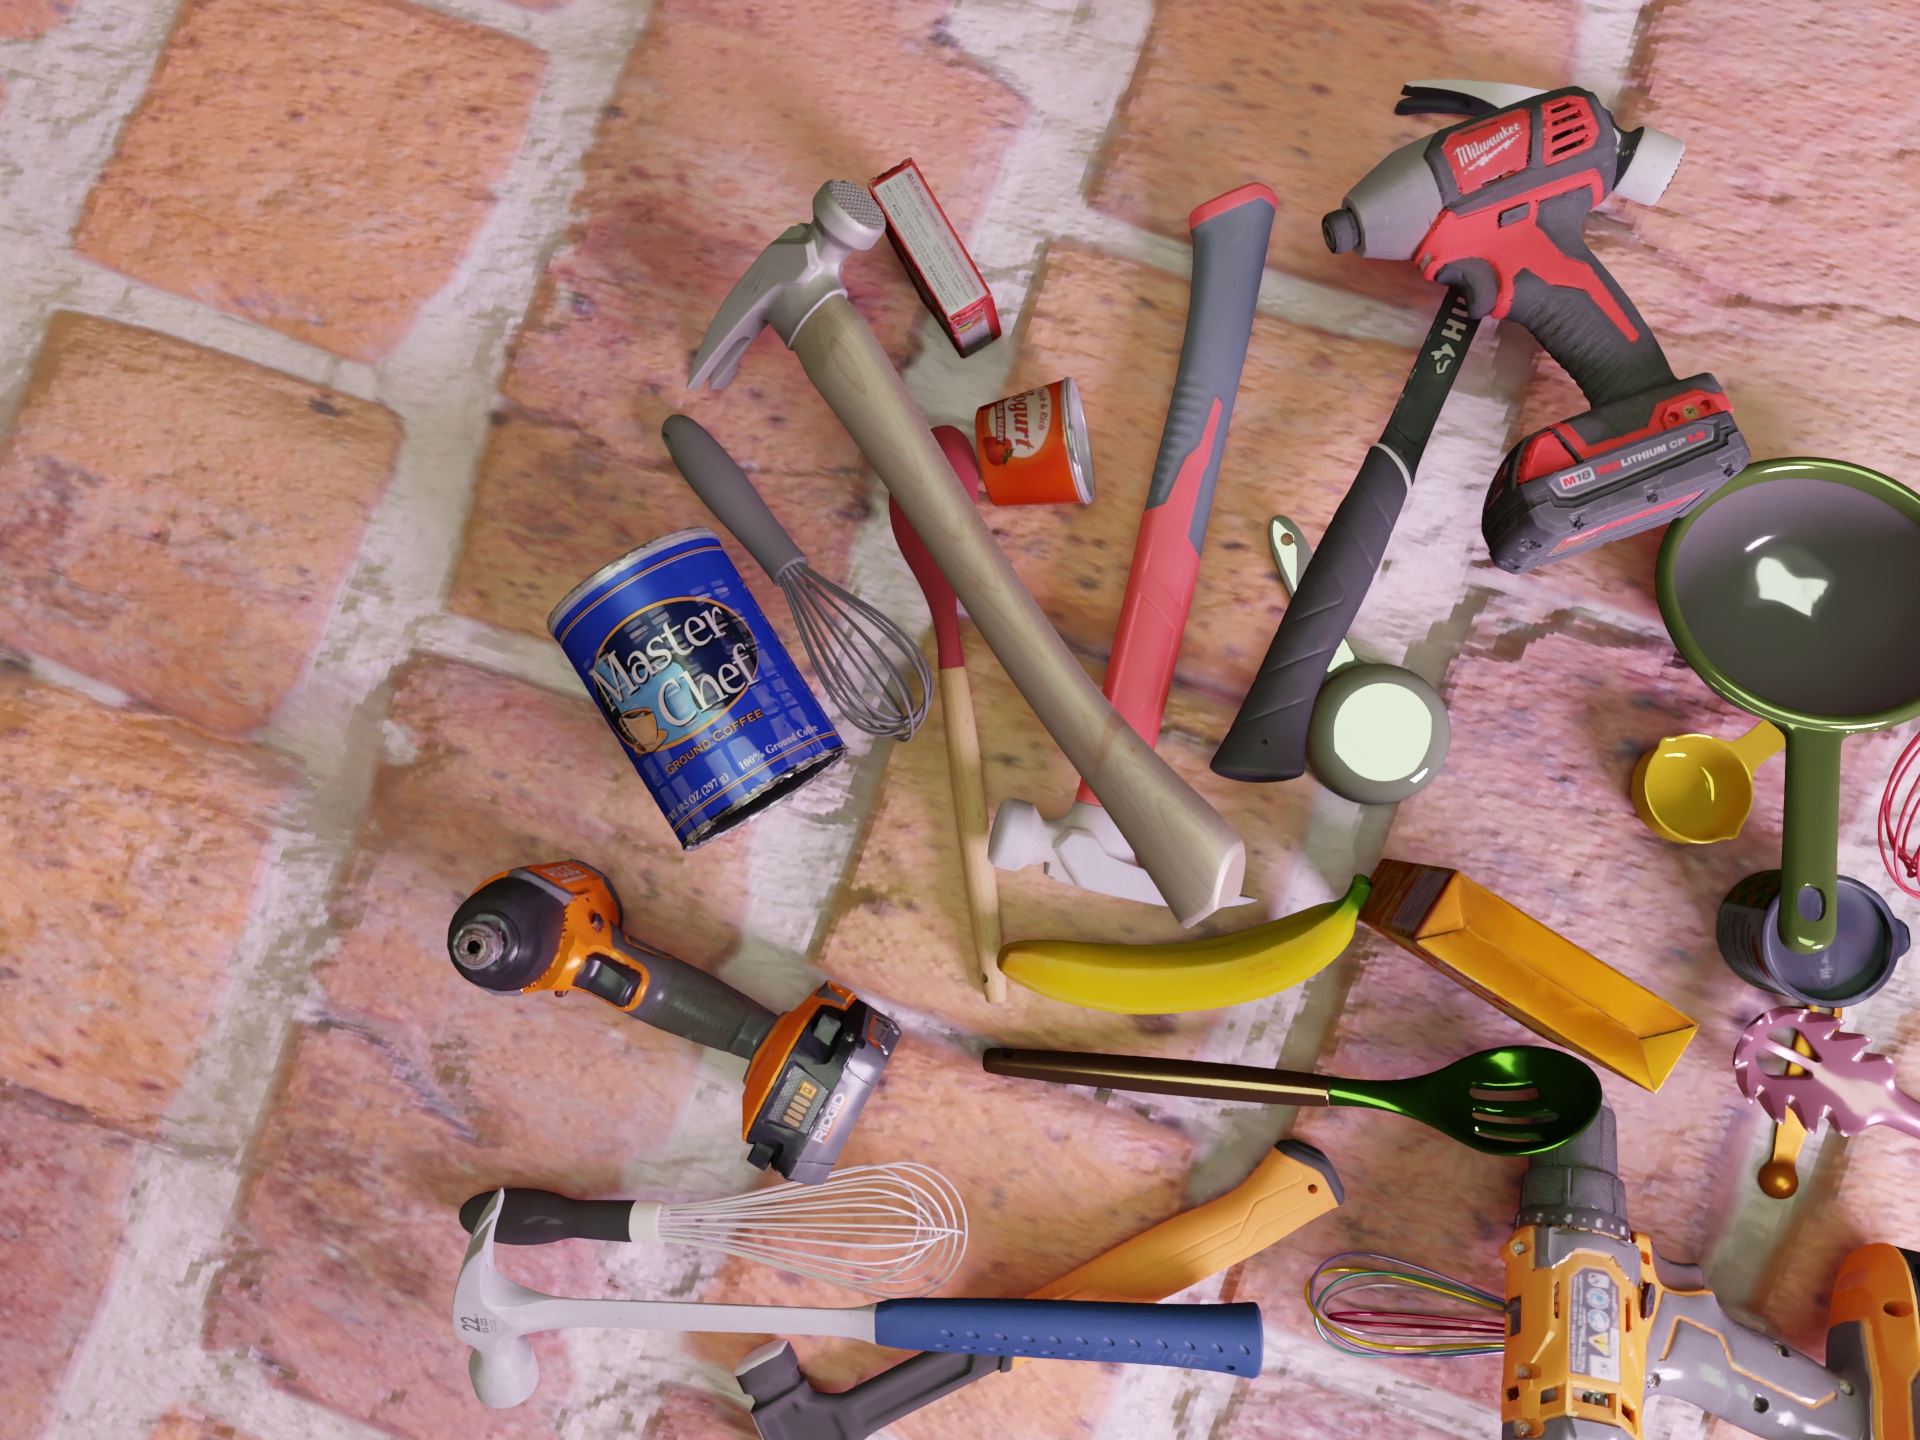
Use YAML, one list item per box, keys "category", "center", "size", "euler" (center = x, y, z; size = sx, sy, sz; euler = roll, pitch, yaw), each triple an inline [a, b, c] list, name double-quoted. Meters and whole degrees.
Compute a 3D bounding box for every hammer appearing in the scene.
- category: "hammer"
  center: [-0.053, 0.299, 0.798]
  size: [0.405, 0.035, 0.144]
  euler: [2, 126, 1]
- category: "hammer"
  center: [0.053, 0.324, 0.845]
  size: [0.337, 0.034, 0.127]
  euler: [-29, 85, 3]
- category: "hammer"
  center: [0.004, -0.070, 0.809]
  size: [0.146, 0.038, 0.411]
  euler: [-41, 76, 34]
- category: "hammer"
  center: [0.228, -0.152, 0.831]
  size: [0.149, 0.036, 0.409]
  euler: [25, 84, 7]
- category: "hammer"
  center: [0.128, -0.095, 0.850]
  size: [0.143, 0.038, 0.386]
  euler: [14, 86, -6]

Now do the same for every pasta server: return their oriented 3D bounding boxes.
- category: "pasta server"
  center: [0.531, 0.227, 0.801]
  size: [0.316, 0.040, 0.060]
  euler: [27, 98, 2]

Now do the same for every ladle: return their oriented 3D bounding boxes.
- category: "ladle"
  center: [-0.001, -0.003, 0.862]
  size: [0.069, 0.031, 0.315]
  euler: [-6, 92, 49]

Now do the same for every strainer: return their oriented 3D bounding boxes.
- category: "strainer"
  center: [0.414, -0.005, 0.789]
  size: [0.151, 0.069, 0.256]
  euler: [8, 71, 11]

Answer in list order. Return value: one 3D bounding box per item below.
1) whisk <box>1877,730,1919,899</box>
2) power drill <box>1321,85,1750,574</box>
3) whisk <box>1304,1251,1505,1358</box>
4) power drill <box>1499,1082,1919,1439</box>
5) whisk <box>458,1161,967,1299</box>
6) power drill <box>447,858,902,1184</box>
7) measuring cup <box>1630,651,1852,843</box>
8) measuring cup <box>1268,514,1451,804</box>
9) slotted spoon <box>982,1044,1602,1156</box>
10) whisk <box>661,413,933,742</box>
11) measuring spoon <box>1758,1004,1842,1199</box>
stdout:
- category: "whisk"
  center: [0.554, -0.037, 0.808]
  size: [0.073, 0.073, 0.296]
  euler: [32, 84, 5]
- category: "power drill"
  center: [0.276, -0.193, 0.779]
  size: [0.143, 0.078, 0.220]
  euler: [-19, 79, 1]
- category: "whisk"
  center: [0.299, 0.319, 0.820]
  size: [0.245, 0.047, 0.051]
  euler: [8, 87, 2]
- category: "power drill"
  center: [0.381, 0.284, 0.784]
  size: [0.226, 0.084, 0.185]
  euler: [10, 61, 3]
- category: "whisk"
  center: [-0.136, 0.272, 0.855]
  size: [0.284, 0.070, 0.070]
  euler: [-1, 87, 10]
- category: "power drill"
  center: [-0.149, 0.144, 0.807]
  size: [0.226, 0.164, 0.084]
  euler: [28, 90, 4]
- category: "measuring cup"
  center: [0.419, 0.010, 0.836]
  size: [0.156, 0.029, 0.062]
  euler: [-34, 84, -9]
- category: "measuring cup"
  center: [0.203, -0.034, 0.844]
  size: [0.083, 0.038, 0.167]
  euler: [-24, 88, 4]
- category: "slotted spoon"
  center: [0.165, 0.189, 0.828]
  size: [0.314, 0.070, 0.031]
  euler: [2, 127, 14]
- category: "whisk"
  center: [-0.092, -0.082, 0.853]
  size: [0.055, 0.055, 0.239]
  euler: [-40, 71, 2]
- category: "measuring spoon"
  center: [0.440, 0.193, 0.827]
  size: [0.021, 0.011, 0.117]
  euler: [16, 89, 5]
